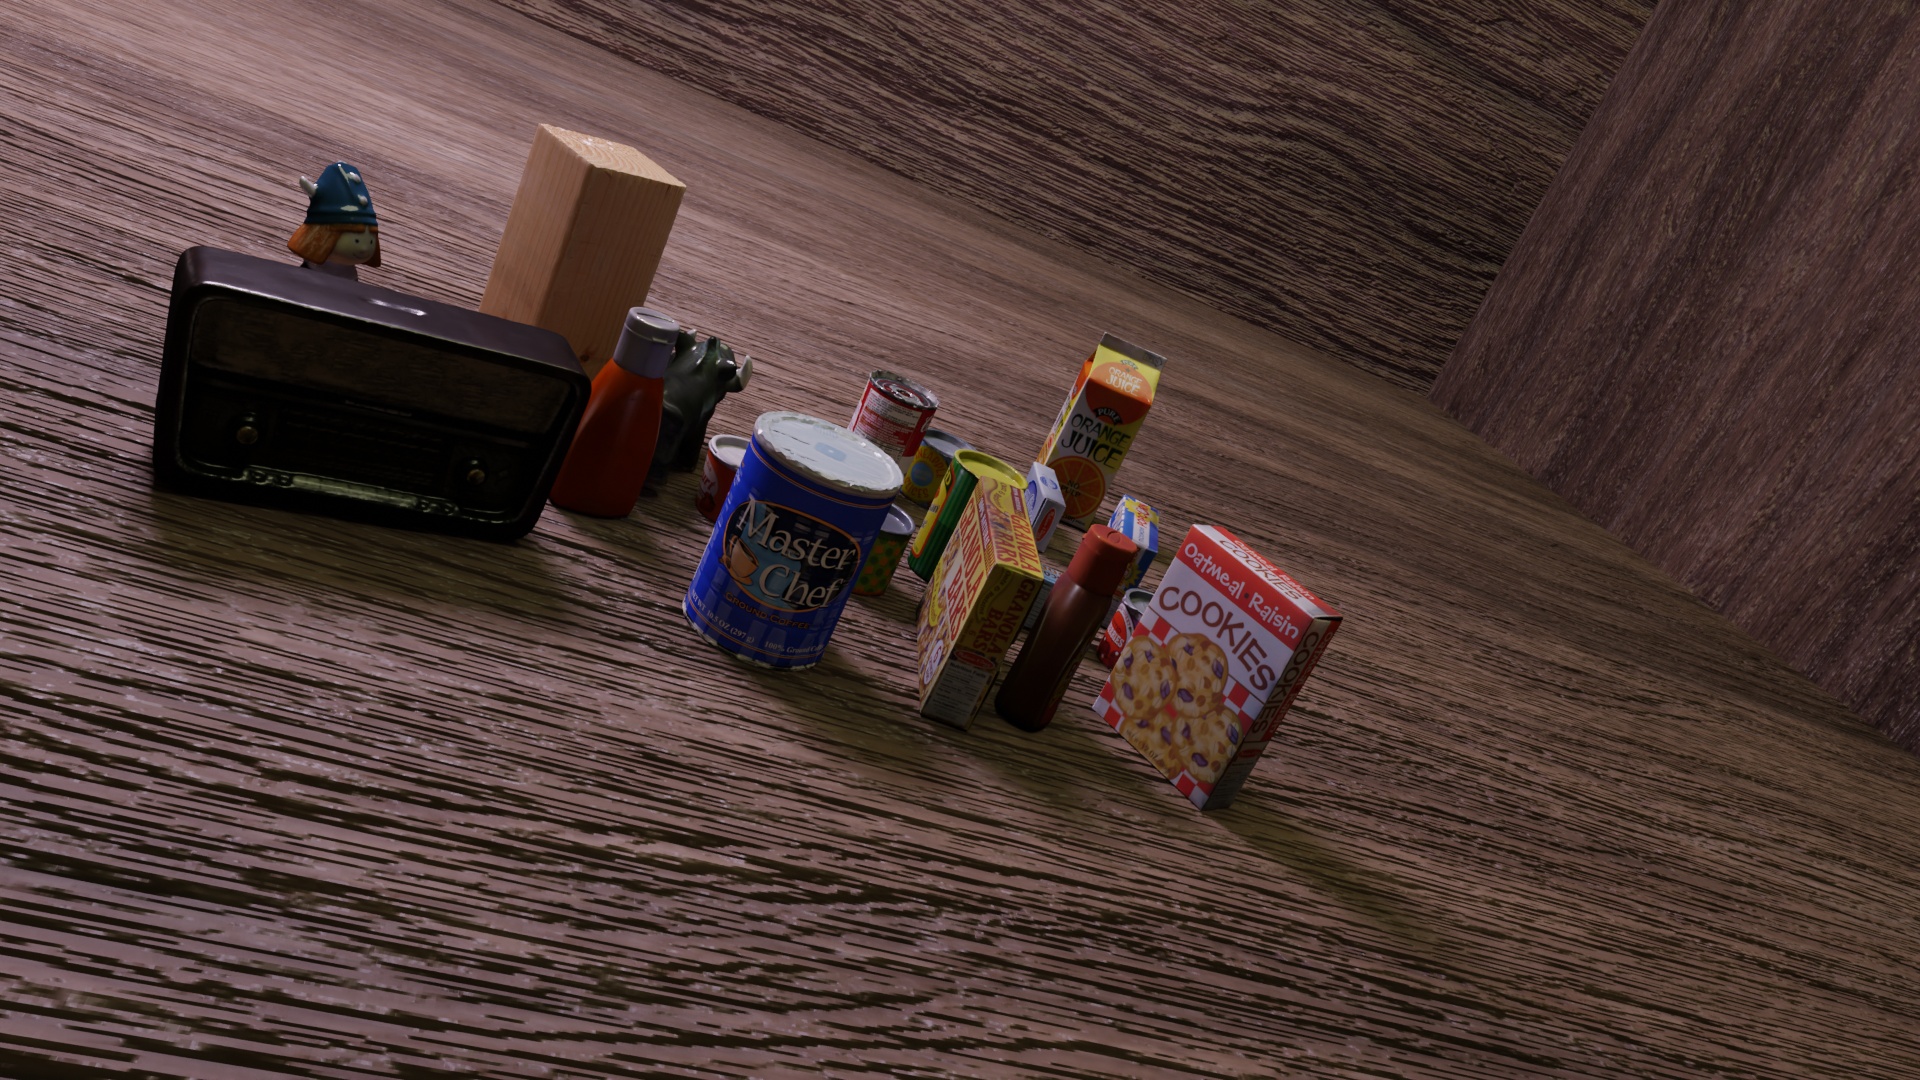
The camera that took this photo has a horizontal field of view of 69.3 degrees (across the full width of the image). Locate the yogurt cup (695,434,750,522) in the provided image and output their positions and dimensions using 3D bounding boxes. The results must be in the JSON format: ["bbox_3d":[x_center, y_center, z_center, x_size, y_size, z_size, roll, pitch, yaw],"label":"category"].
[{"bbox_3d":[-0.171,-0.043,1.079,0.072,0.053,0.072,23,20,-9],"label":"yogurt cup"}]

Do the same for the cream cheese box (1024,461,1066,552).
[{"bbox_3d":[0.076,-0.034,1.353,0.024,0.053,0.104,22,20,-12],"label":"cream cheese box"}]

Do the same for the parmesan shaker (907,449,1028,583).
[{"bbox_3d":[0.004,-0.014,1.145,0.071,0.102,0.071,23,20,-9],"label":"parmesan shaker"}]

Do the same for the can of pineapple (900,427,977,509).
[{"bbox_3d":[-0.022,-0.066,1.309,0.071,0.057,0.071,23,20,-9],"label":"can of pineapple"}]

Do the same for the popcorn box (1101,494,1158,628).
[{"bbox_3d":[0.144,0.018,1.258,0.038,0.085,0.127,26,20,0],"label":"popcorn box"}]

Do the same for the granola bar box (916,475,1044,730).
[{"bbox_3d":[0.011,0.040,0.987,0.039,0.123,0.166,22,20,-11],"label":"granola bar box"}]

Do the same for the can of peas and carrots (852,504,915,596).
[{"bbox_3d":[-0.078,0.001,1.073,0.071,0.058,0.071,23,20,-9],"label":"can of peas and carrots"}]

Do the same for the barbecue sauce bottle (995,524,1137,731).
[{"bbox_3d":[0.075,0.060,0.978,0.044,0.148,0.065,28,20,7],"label":"barbecue sauce bottle"}]

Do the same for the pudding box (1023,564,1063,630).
[{"bbox_3d":[0.059,0.045,1.141,0.084,0.049,0.030,23,20,-6],"label":"pudding box"}]

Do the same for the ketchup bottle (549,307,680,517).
[{"bbox_3d":[-0.238,-0.089,0.974,0.065,0.148,0.044,9,25,-39],"label":"ketchup bottle"}]

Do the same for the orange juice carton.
[{"bbox_3d":[0.137,-0.115,1.425,0.072,0.192,0.073,24,19,-6],"label":"orange juice carton"}]

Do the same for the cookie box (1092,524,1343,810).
[{"bbox_3d":[0.182,0.090,1.004,0.040,0.166,0.123,6,28,-45],"label":"cookie box"}]

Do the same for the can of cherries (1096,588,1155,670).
[{"bbox_3d":[0.152,0.081,1.150,0.071,0.058,0.072,23,20,-9],"label":"can of cherries"}]
